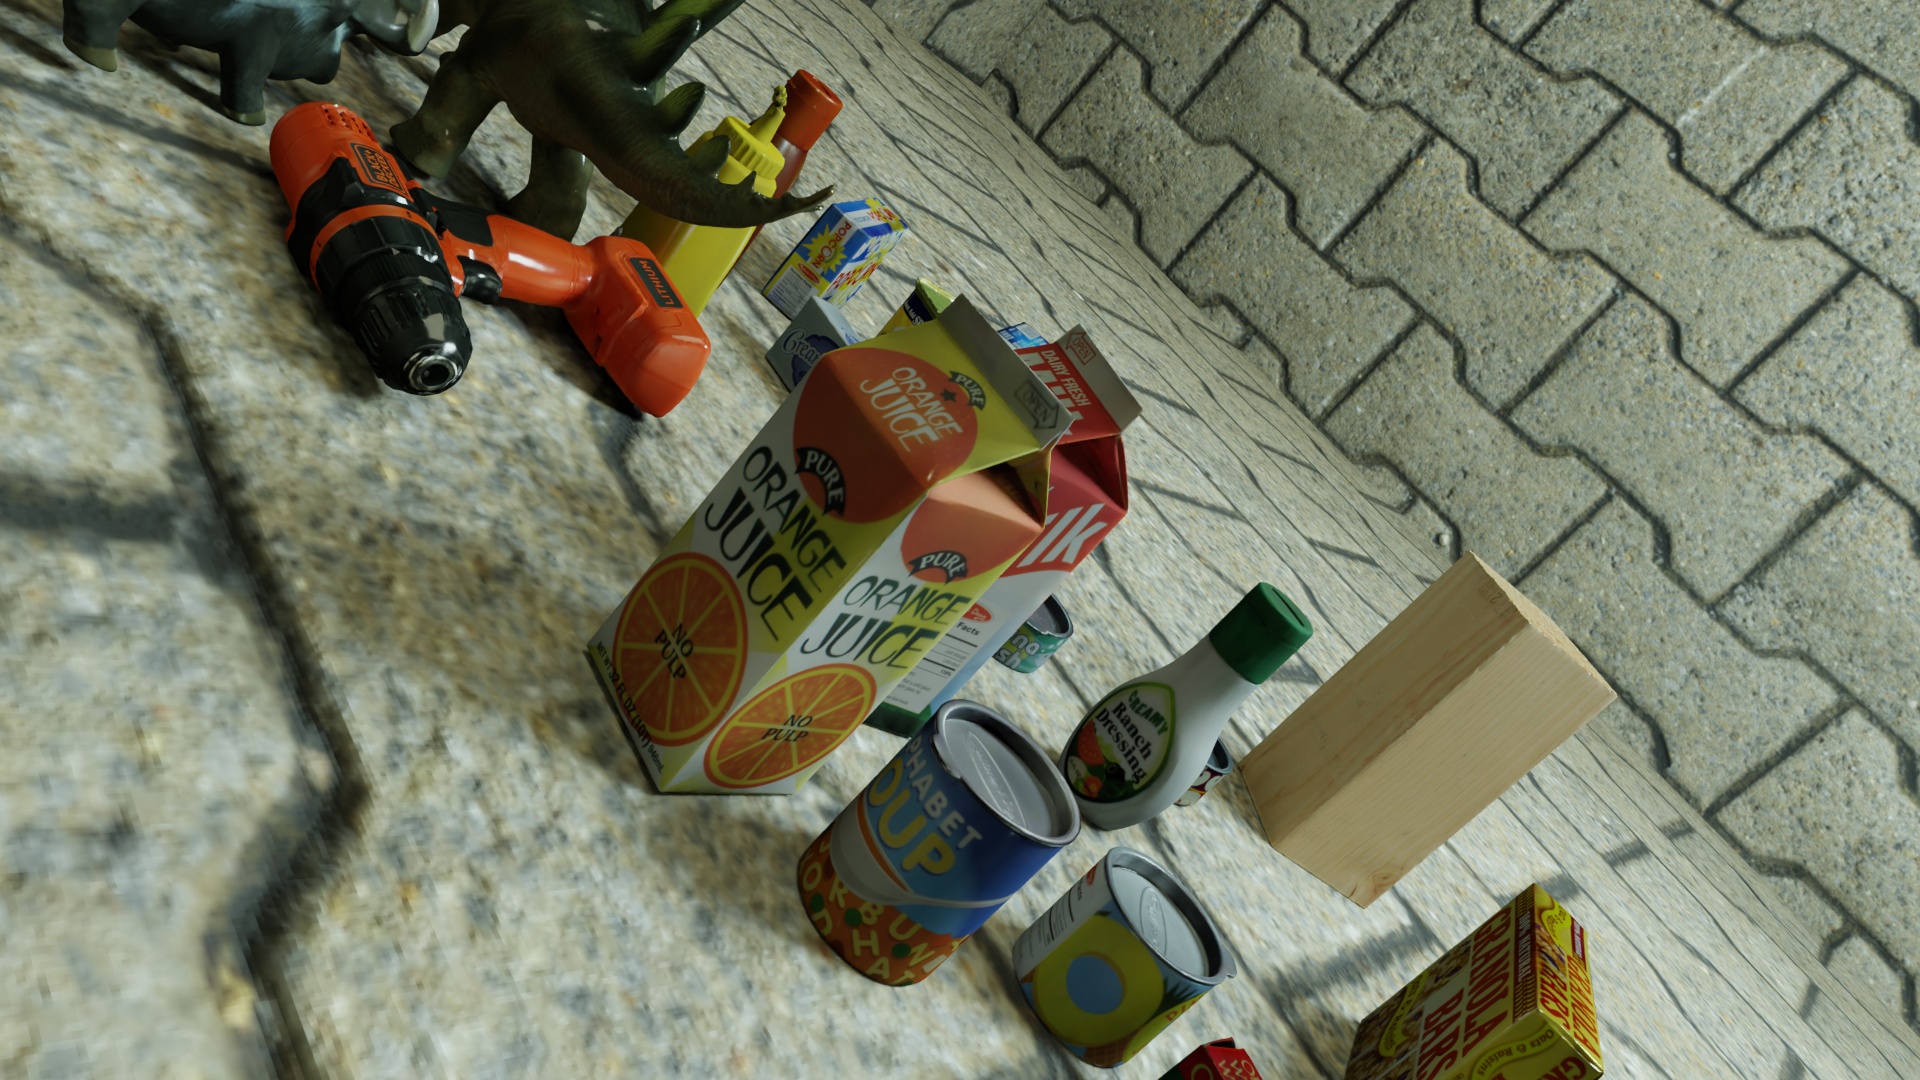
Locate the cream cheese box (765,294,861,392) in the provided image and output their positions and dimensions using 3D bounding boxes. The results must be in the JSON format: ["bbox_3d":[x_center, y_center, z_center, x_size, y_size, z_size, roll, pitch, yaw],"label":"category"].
[{"bbox_3d":[-0.078,-0.101,0.870,0.024,0.053,0.104,16,32,-53],"label":"cream cheese box"}]

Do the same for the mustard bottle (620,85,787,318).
[{"bbox_3d":[-0.139,-0.178,0.752,0.049,0.159,0.065,21,28,-47],"label":"mustard bottle"}]

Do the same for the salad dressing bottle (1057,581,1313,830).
[{"bbox_3d":[0.113,0.083,0.700,0.044,0.147,0.064,22,27,-46],"label":"salad dressing bottle"}]

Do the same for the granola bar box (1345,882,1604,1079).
[{"bbox_3d":[0.236,0.236,0.647,0.039,0.124,0.166,46,19,12],"label":"granola bar box"}]

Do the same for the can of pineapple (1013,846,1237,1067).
[{"bbox_3d":[0.065,0.169,0.559,0.071,0.057,0.071,37,19,-15],"label":"can of pineapple"}]

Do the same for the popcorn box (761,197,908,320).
[{"bbox_3d":[-0.091,-0.210,1.033,0.038,0.085,0.127,42,19,-2],"label":"popcorn box"}]

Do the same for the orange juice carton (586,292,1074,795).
[{"bbox_3d":[-0.042,0.003,0.498,0.073,0.192,0.072,16,32,-53],"label":"orange juice carton"}]

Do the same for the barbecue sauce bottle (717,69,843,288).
[{"bbox_3d":[-0.136,-0.237,0.906,0.043,0.148,0.065,25,25,-43],"label":"barbecue sauce bottle"}]

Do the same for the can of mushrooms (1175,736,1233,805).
[{"bbox_3d":[0.123,0.120,0.817,0.071,0.033,0.071,37,19,-15],"label":"can of mushrooms"}]

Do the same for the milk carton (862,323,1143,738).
[{"bbox_3d":[0.002,-0.008,0.614,0.073,0.190,0.072,26,24,-40],"label":"milk carton"}]

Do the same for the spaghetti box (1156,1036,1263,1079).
[{"bbox_3d":[0.130,0.284,0.448,0.028,0.050,0.251,24,26,-43],"label":"spaghetti box"}]

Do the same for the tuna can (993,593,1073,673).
[{"bbox_3d":[0.031,0.044,0.802,0.071,0.032,0.071,37,19,-15],"label":"tuna can"}]

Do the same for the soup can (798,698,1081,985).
[{"bbox_3d":[-0.011,0.108,0.501,0.071,0.083,0.071,37,19,-15],"label":"soup can"}]
